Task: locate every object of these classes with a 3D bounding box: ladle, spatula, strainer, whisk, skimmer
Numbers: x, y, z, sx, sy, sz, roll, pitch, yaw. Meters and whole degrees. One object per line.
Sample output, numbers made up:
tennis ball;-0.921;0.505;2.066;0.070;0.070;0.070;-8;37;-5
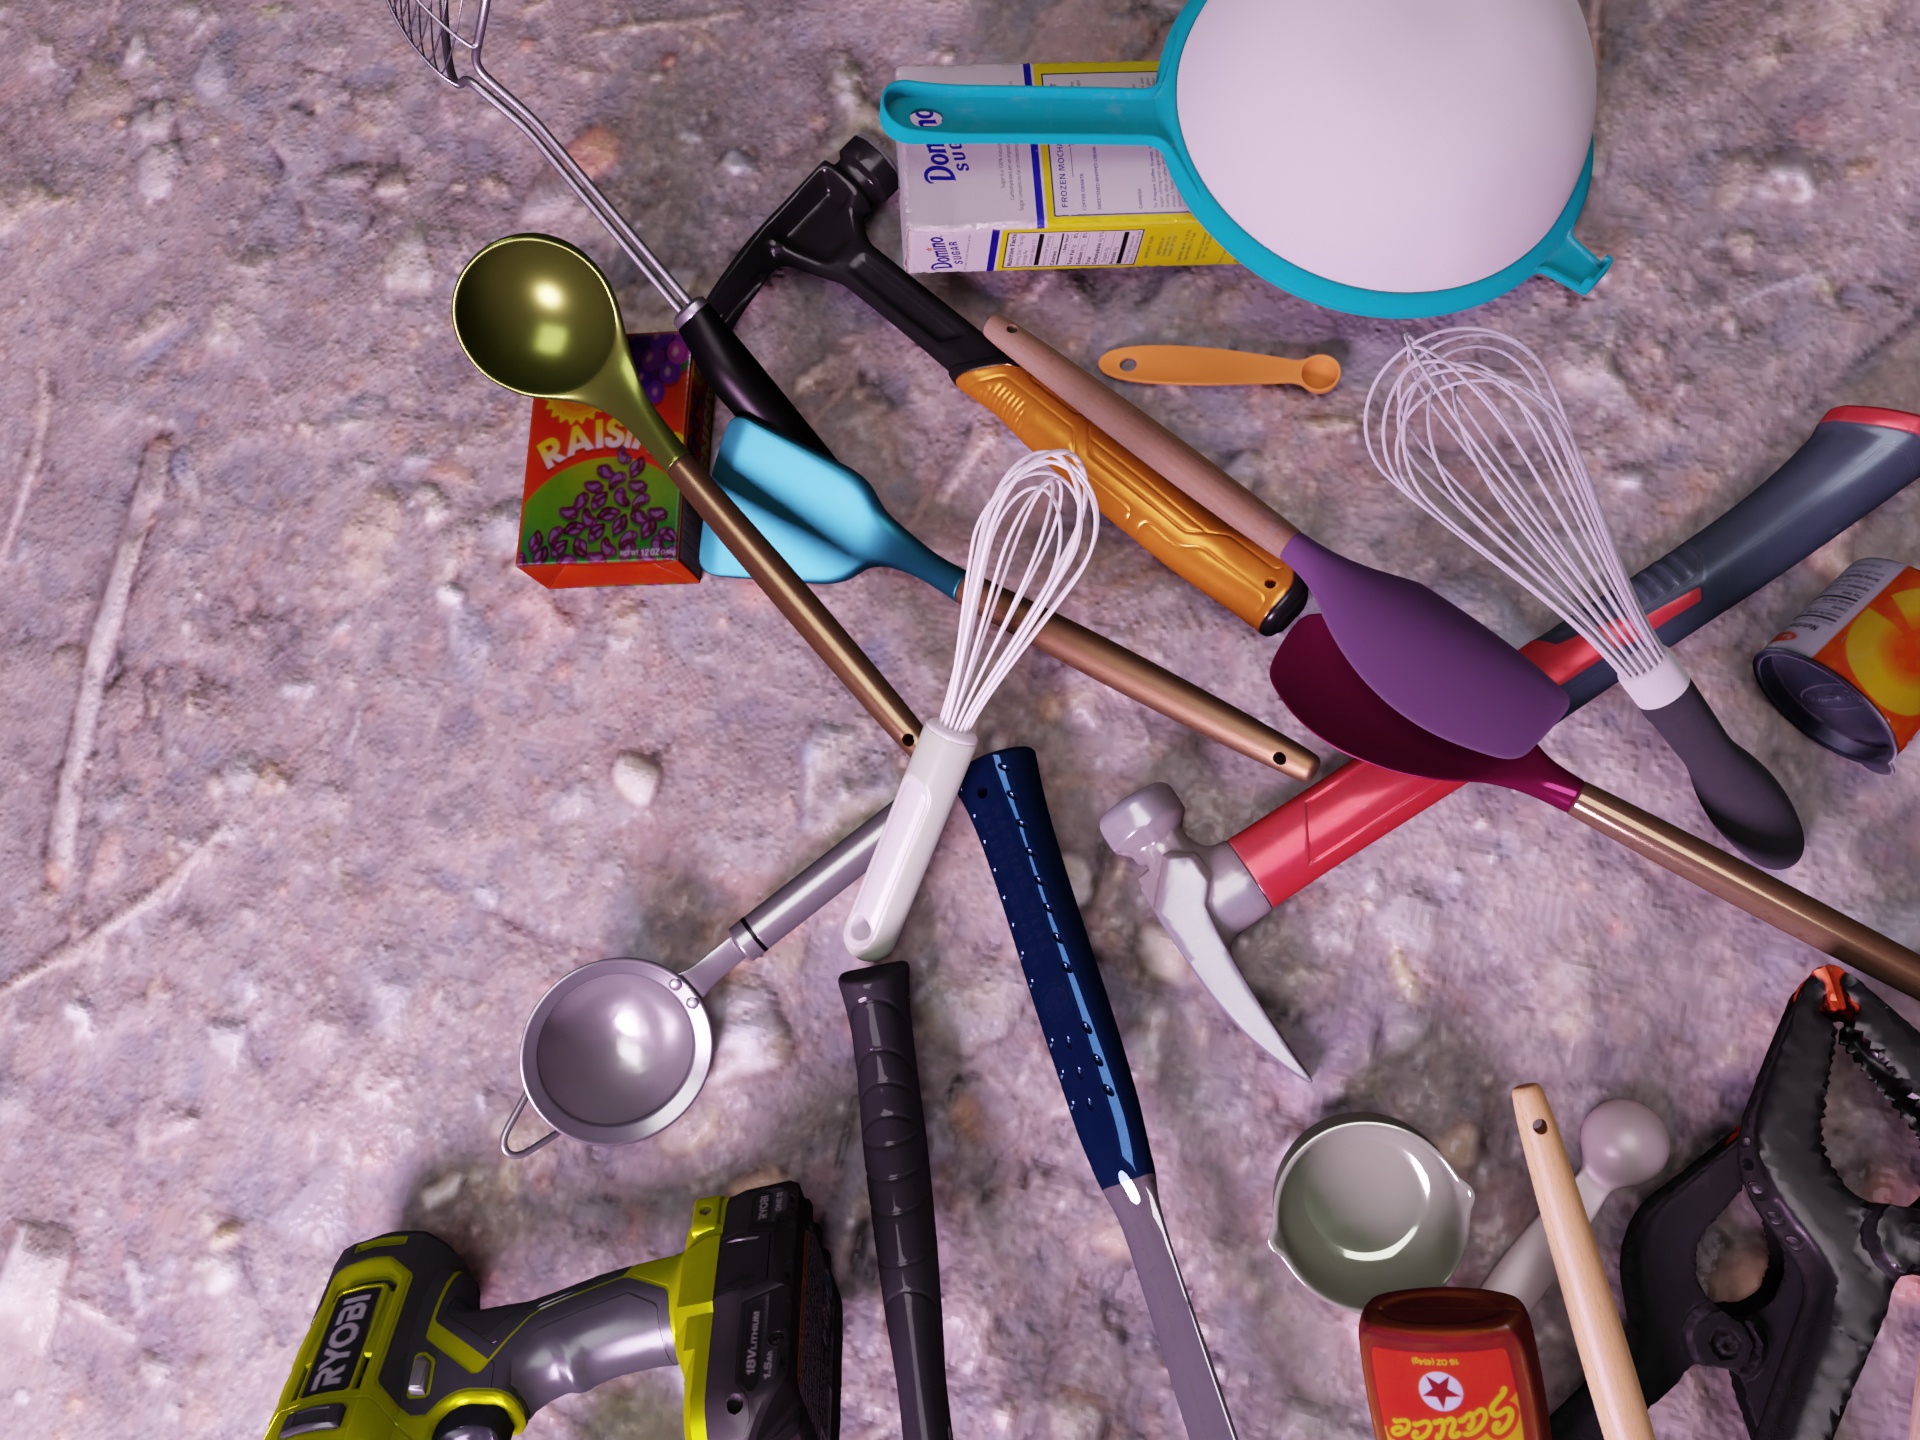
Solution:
ladle;0.256;0.290;0.586;0.069;0.031;0.315;-16;83;7
spatula;0.016;-0.046;0.721;0.318;0.044;0.082;29;117;25
strainer;0.136;-0.292;0.704;0.340;0.095;0.211;-3;74;-7
whisk;0.254;-0.041;0.622;0.070;0.070;0.284;-44;108;-2
skimmer;-0.147;-0.258;0.753;0.090;0.127;0.363;-45;103;-25
strainer;-0.103;0.106;0.727;0.258;0.050;0.086;-38;108;-6
whisk;-0.001;-0.002;0.689;0.058;0.059;0.246;33;109;35
spatula;0.124;-0.090;0.697;0.060;0.018;0.316;-40;67;-20
ladle;-0.120;-0.100;0.737;0.078;0.062;0.320;-44;80;19

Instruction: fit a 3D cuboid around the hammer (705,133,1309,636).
hammer;0.026;-0.149;0.768;0.337;0.034;0.127;41;86;18

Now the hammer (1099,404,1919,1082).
hammer;0.258;-0.003;0.683;0.386;0.038;0.143;-33;73;2

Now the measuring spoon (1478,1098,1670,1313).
measuring spoon;0.243;0.206;0.643;0.034;0.018;0.124;38;86;17

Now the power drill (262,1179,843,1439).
power drill;-0.168;0.277;0.632;0.228;0.191;0.080;-12;118;4

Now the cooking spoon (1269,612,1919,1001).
cooking spoon;0.272;0.044;0.641;0.319;0.017;0.069;30;67;14

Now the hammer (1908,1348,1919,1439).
hammer;0.361;0.287;0.577;0.130;0.031;0.331;21;74;-8

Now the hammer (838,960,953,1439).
hammer;-0.015;0.257;0.643;0.035;0.146;0.335;-13;63;7

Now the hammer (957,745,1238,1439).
hammer;0.077;0.197;0.649;0.144;0.035;0.406;-33;64;34

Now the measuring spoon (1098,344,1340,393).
measuring spoon;0.124;-0.168;0.768;0.117;0.011;0.021;7;74;16

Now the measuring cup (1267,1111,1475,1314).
measuring cup;0.178;0.240;0.644;0.083;0.038;0.167;-17;88;8
